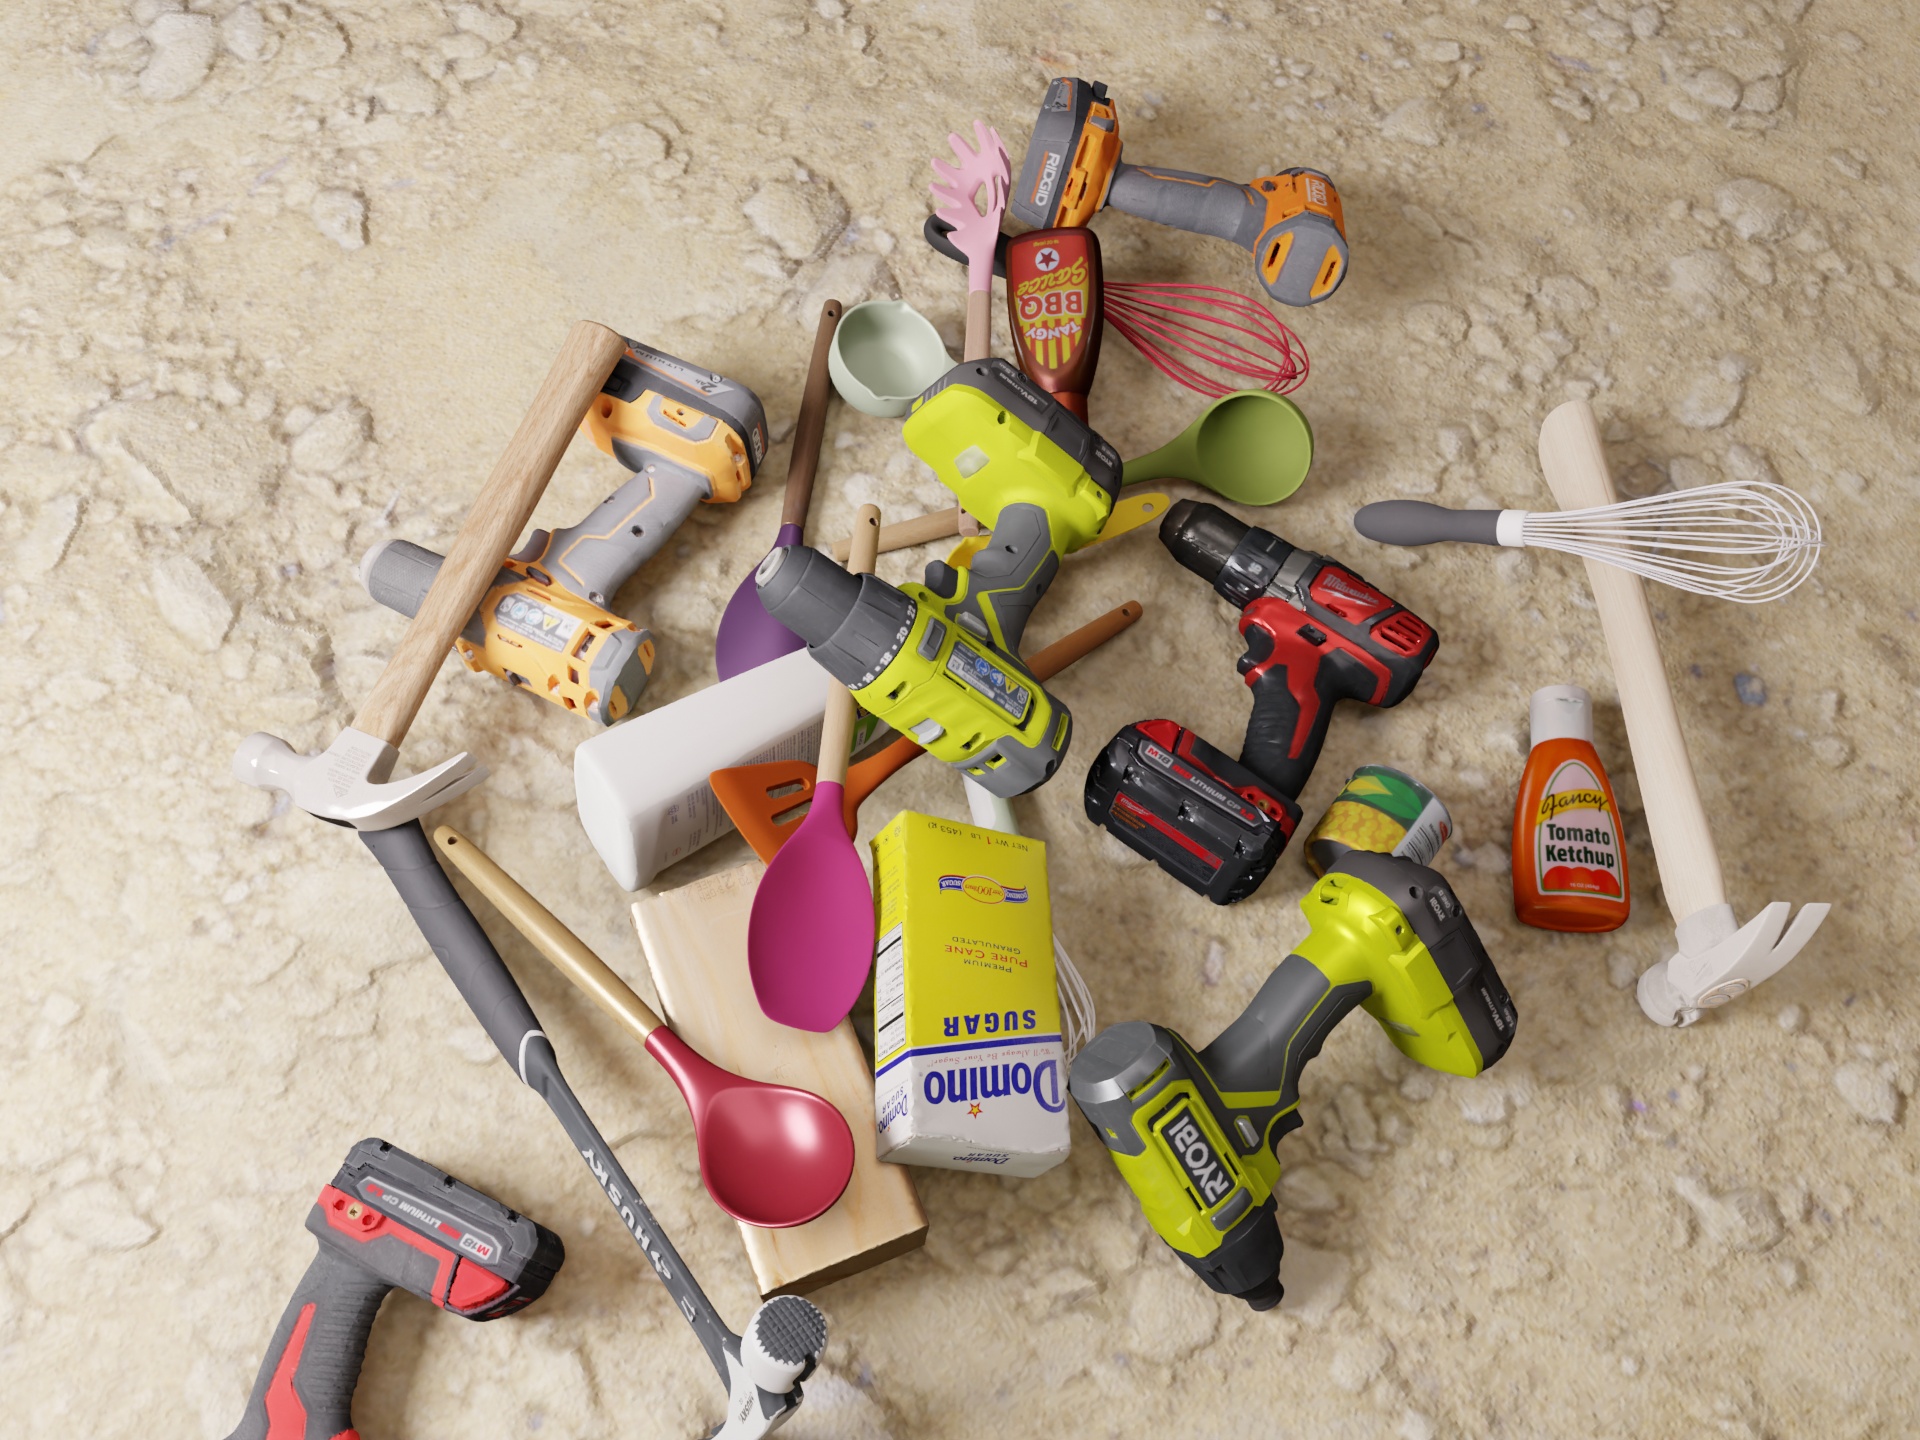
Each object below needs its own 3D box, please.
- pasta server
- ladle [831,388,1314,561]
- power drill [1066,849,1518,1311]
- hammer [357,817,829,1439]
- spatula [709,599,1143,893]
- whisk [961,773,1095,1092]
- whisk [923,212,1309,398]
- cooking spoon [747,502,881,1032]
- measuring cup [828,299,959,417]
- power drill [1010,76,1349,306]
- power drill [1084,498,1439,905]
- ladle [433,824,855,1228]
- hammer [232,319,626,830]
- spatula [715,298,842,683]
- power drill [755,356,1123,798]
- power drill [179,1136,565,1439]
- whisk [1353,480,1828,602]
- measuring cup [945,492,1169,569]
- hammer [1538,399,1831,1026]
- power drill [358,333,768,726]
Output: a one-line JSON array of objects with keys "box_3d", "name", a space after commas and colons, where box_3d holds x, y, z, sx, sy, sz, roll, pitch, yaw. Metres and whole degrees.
[{"box_3d": [0.007, -0.263, 1.051, 0.060, 0.040, 0.316, -16, 59, 34], "name": "pasta server"}, {"box_3d": [0.074, -0.146, 1.026, 0.320, 0.078, 0.062, -16, 24, -7], "name": "ladle"}, {"box_3d": [0.182, 0.188, 0.844, 0.223, 0.080, 0.171, -37, 106, -18], "name": "power drill"}, {"box_3d": [-0.208, 0.192, 0.819, 0.036, 0.149, 0.409, -19, 55, -39], "name": "hammer"}, {"box_3d": [-0.001, -0.003, 0.924, 0.322, 0.041, 0.081, -32, 78, -31], "name": "spatula"}, {"box_3d": [0.029, 0.095, 0.913, 0.059, 0.058, 0.247, 10, 53, -39], "name": "whisk"}, {"box_3d": [0.103, -0.290, 1.097, 0.296, 0.073, 0.073, 27, 65, 16], "name": "whisk"}, {"box_3d": [-0.067, 0.013, 0.857, 0.068, 0.017, 0.319, 19, 58, -22], "name": "cooking spoon"}, {"box_3d": [-0.010, -0.224, 1.072, 0.167, 0.038, 0.083, 19, 64, -14], "name": "measuring cup"}, {"box_3d": [0.159, -0.372, 1.112, 0.226, 0.084, 0.164, 17, 37, -2], "name": "power drill"}, {"box_3d": [0.163, -0.024, 0.964, 0.188, 0.080, 0.227, 34, 64, 11], "name": "power drill"}, {"box_3d": [-0.169, 0.142, 0.792, 0.316, 0.031, 0.069, 36, 60, 28], "name": "ladle"}, {"box_3d": [-0.278, -0.089, 0.912, 0.130, 0.031, 0.331, 20, 73, 15], "name": "hammer"}, {"box_3d": [-0.108, -0.146, 1.030, 0.059, 0.018, 0.316, 10, 65, -5], "name": "spatula"}, {"box_3d": [-0.004, -0.093, 0.896, 0.190, 0.080, 0.229, 35, 53, -22], "name": "power drill"}, {"box_3d": [-0.290, 0.327, 0.761, 0.143, 0.078, 0.220, 26, 68, 8], "name": "power drill"}, {"box_3d": [0.368, -0.115, 0.965, 0.285, 0.070, 0.070, 10, 58, 40], "name": "whisk"}, {"box_3d": [0.062, -0.106, 1.011, 0.156, 0.029, 0.062, -24, 66, -9], "name": "measuring cup"}, {"box_3d": [0.416, -0.034, 0.963, 0.038, 0.146, 0.411, 2, 60, -5], "name": "hammer"}, {"box_3d": [-0.241, -0.126, 0.980, 0.185, 0.084, 0.226, 23, 69, 9], "name": "power drill"}]
